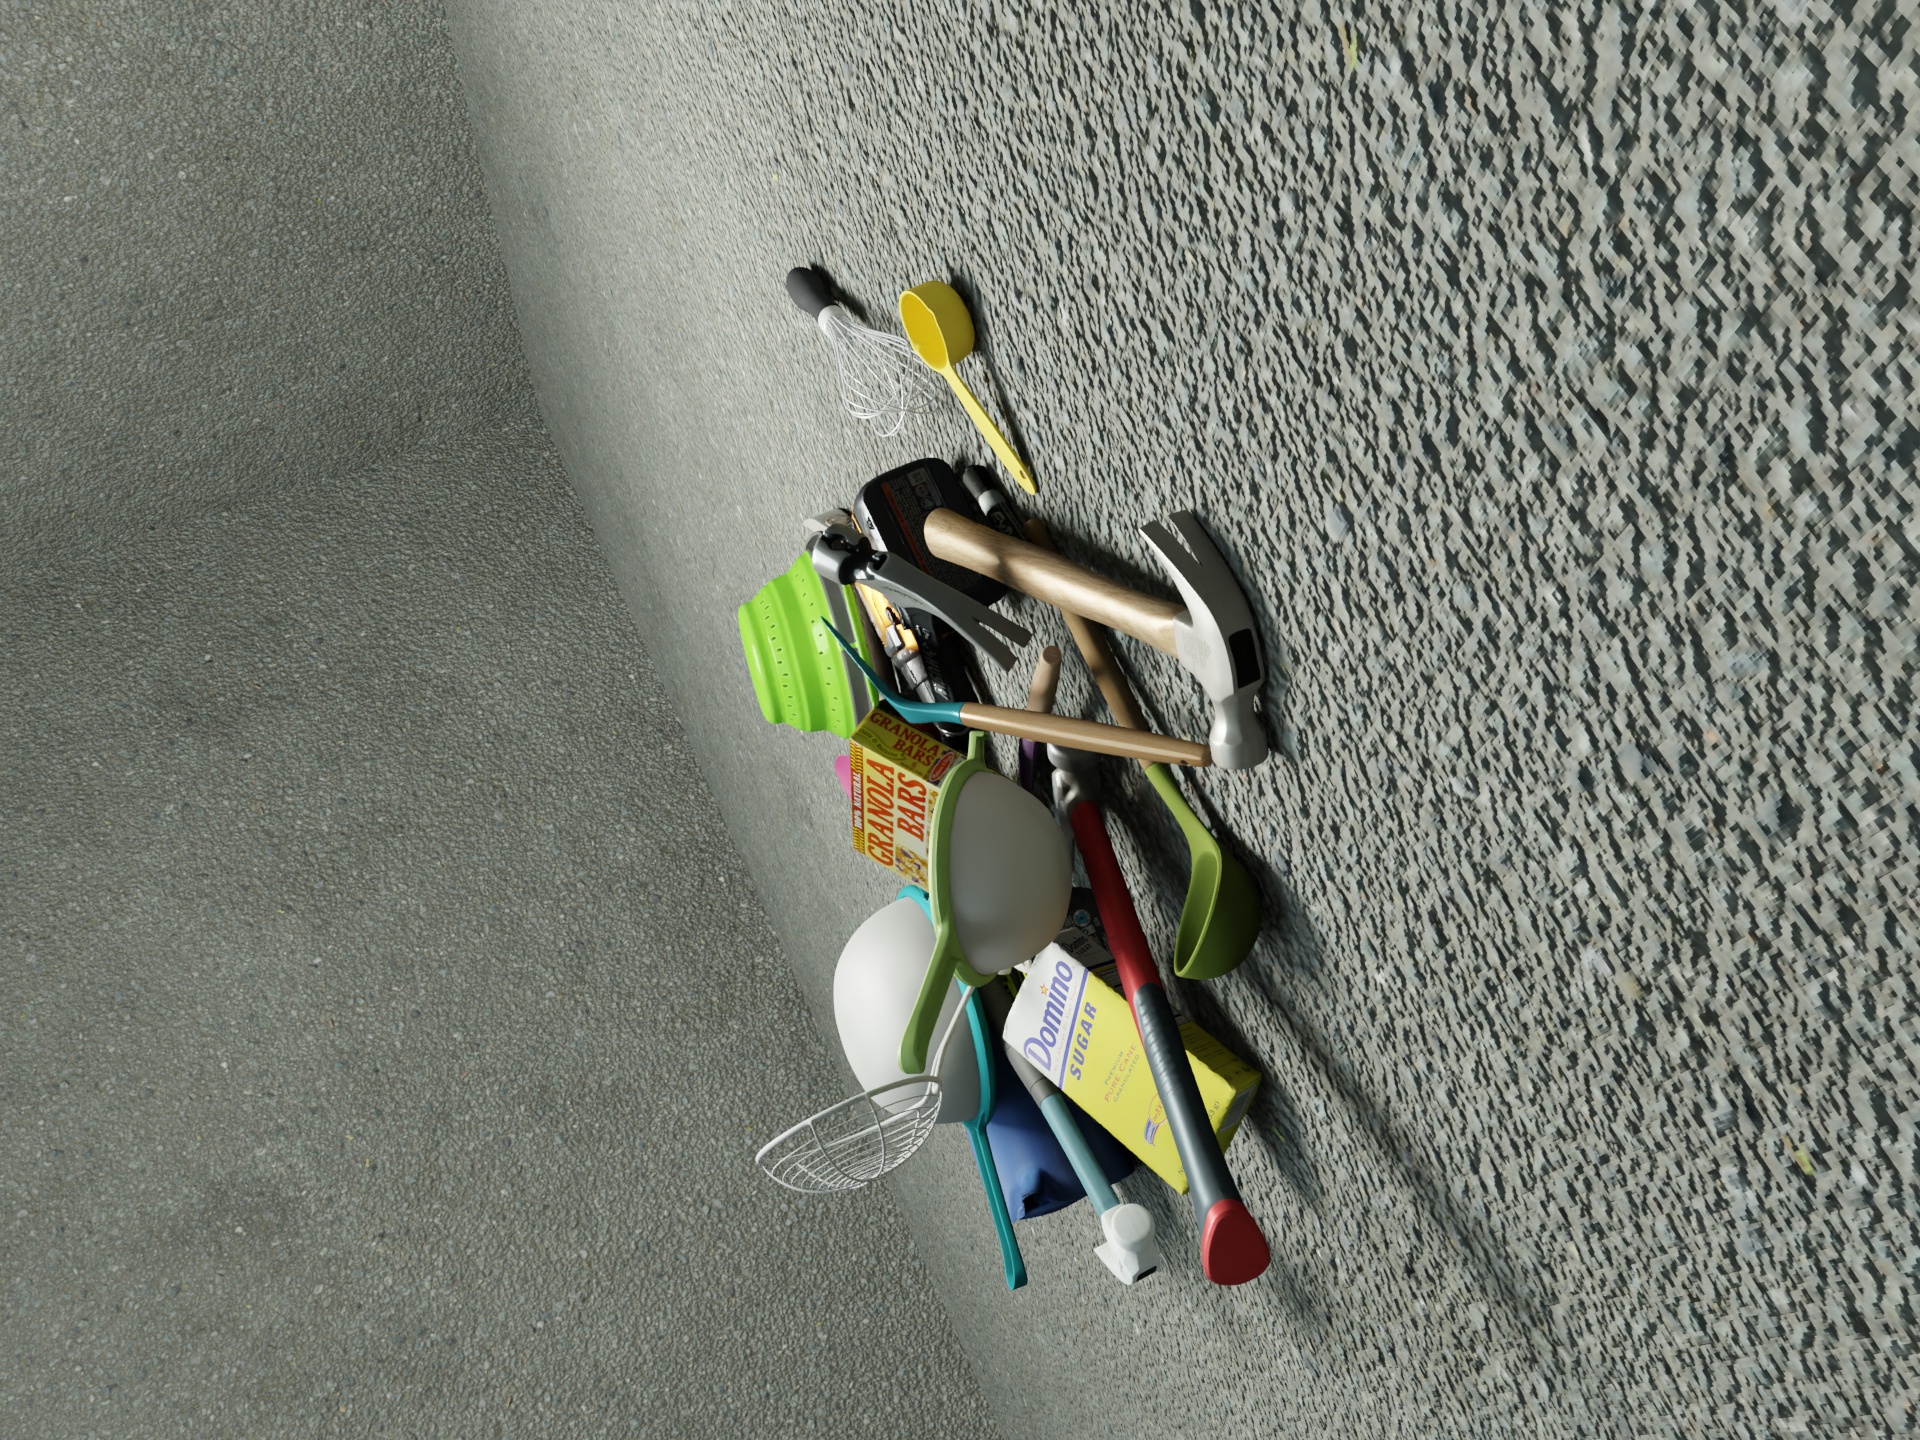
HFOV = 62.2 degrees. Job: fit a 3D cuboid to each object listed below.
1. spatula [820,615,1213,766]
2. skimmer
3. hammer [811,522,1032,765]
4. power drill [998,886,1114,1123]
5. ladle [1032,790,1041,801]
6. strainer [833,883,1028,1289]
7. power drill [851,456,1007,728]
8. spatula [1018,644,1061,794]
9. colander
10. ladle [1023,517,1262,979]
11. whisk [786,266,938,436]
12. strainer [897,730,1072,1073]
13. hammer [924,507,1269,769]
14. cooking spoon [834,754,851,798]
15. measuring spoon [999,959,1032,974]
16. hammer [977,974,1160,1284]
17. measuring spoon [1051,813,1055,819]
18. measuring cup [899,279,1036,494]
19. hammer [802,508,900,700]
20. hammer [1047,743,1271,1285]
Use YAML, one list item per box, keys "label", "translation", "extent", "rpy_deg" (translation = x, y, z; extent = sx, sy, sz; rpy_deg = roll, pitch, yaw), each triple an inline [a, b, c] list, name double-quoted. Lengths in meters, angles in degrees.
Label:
- label: "spatula"
  translation: [0.028, -0.011, 1.006]
  extent: [0.318, 0.044, 0.082]
  rpy_deg: [11, 152, 41]
- label: "skimmer"
  translation: [-0.020, 0.178, 1.115]
  extent: [0.090, 0.363, 0.127]
  rpy_deg: [34, 138, -4]
- label: "hammer"
  translation: [-0.002, -0.004, 1.175]
  extent: [0.149, 0.036, 0.408]
  rpy_deg: [28, 162, 19]
- label: "power drill"
  translation: [0.091, 0.230, 1.273]
  extent: [0.223, 0.080, 0.171]
  rpy_deg: [100, 145, -69]
- label: "ladle"
  translation: [0.037, 0.126, 1.399]
  extent: [0.315, 0.031, 0.069]
  rpy_deg: [108, 147, -64]
- label: "strainer"
  translation: [-0.034, 0.311, 1.321]
  extent: [0.211, 0.095, 0.340]
  rpy_deg: [129, 126, -68]
- label: "power drill"
  translation: [-0.026, -0.088, 1.232]
  extent: [0.185, 0.084, 0.226]
  rpy_deg: [64, 168, 6]
- label: "spatula"
  translation: [0.053, 0.004, 1.111]
  extent: [0.315, 0.018, 0.060]
  rpy_deg: [94, 173, -74]
- label: "colander"
  translation: [-0.157, -0.065, 1.500]
  extent: [0.397, 0.094, 0.204]
  rpy_deg: [-161, 57, -78]
- label: "ladle"
  translation: [0.099, 0.009, 0.986]
  extent: [0.078, 0.062, 0.320]
  rpy_deg: [110, 139, -62]
- label: "whisk"
  translation: [-0.085, -0.291, 1.212]
  extent: [0.285, 0.070, 0.070]
  rpy_deg: [-123, 18, -50]
- label: "strainer"
  translation: [0.023, 0.128, 1.007]
  extent: [0.256, 0.069, 0.151]
  rpy_deg: [-66, -33, -54]
- label: "hammer"
  translation: [0.067, -0.082, 0.954]
  extent: [0.332, 0.031, 0.130]
  rpy_deg: [32, 139, 55]
- label: "cooking spoon"
  translation: [-0.047, 0.058, 1.498]
  extent: [0.319, 0.017, 0.068]
  rpy_deg: [-4, 115, 62]
- label: "measuring spoon"
  translation: [0.034, 0.179, 1.191]
  extent: [0.124, 0.018, 0.034]
  rpy_deg: [153, 100, -79]
- label: "hammer"
  translation: [0.065, 0.285, 1.232]
  extent: [0.128, 0.033, 0.331]
  rpy_deg: [78, 164, -49]
- label: "measuring spoon"
  translation: [0.024, 0.055, 1.217]
  extent: [0.129, 0.021, 0.042]
  rpy_deg: [17, 148, 18]
- label: "measuring cup"
  translation: [0.014, -0.218, 1.038]
  extent: [0.156, 0.029, 0.062]
  rpy_deg: [56, 164, 0]
- label: "hammer"
  translation: [-0.068, -0.008, 1.556]
  extent: [0.146, 0.038, 0.410]
  rpy_deg: [-139, 31, -62]
- label: "hammer"
  translation: [0.116, 0.179, 1.005]
  extent: [0.387, 0.038, 0.143]
  rpy_deg: [-105, 6, -46]
